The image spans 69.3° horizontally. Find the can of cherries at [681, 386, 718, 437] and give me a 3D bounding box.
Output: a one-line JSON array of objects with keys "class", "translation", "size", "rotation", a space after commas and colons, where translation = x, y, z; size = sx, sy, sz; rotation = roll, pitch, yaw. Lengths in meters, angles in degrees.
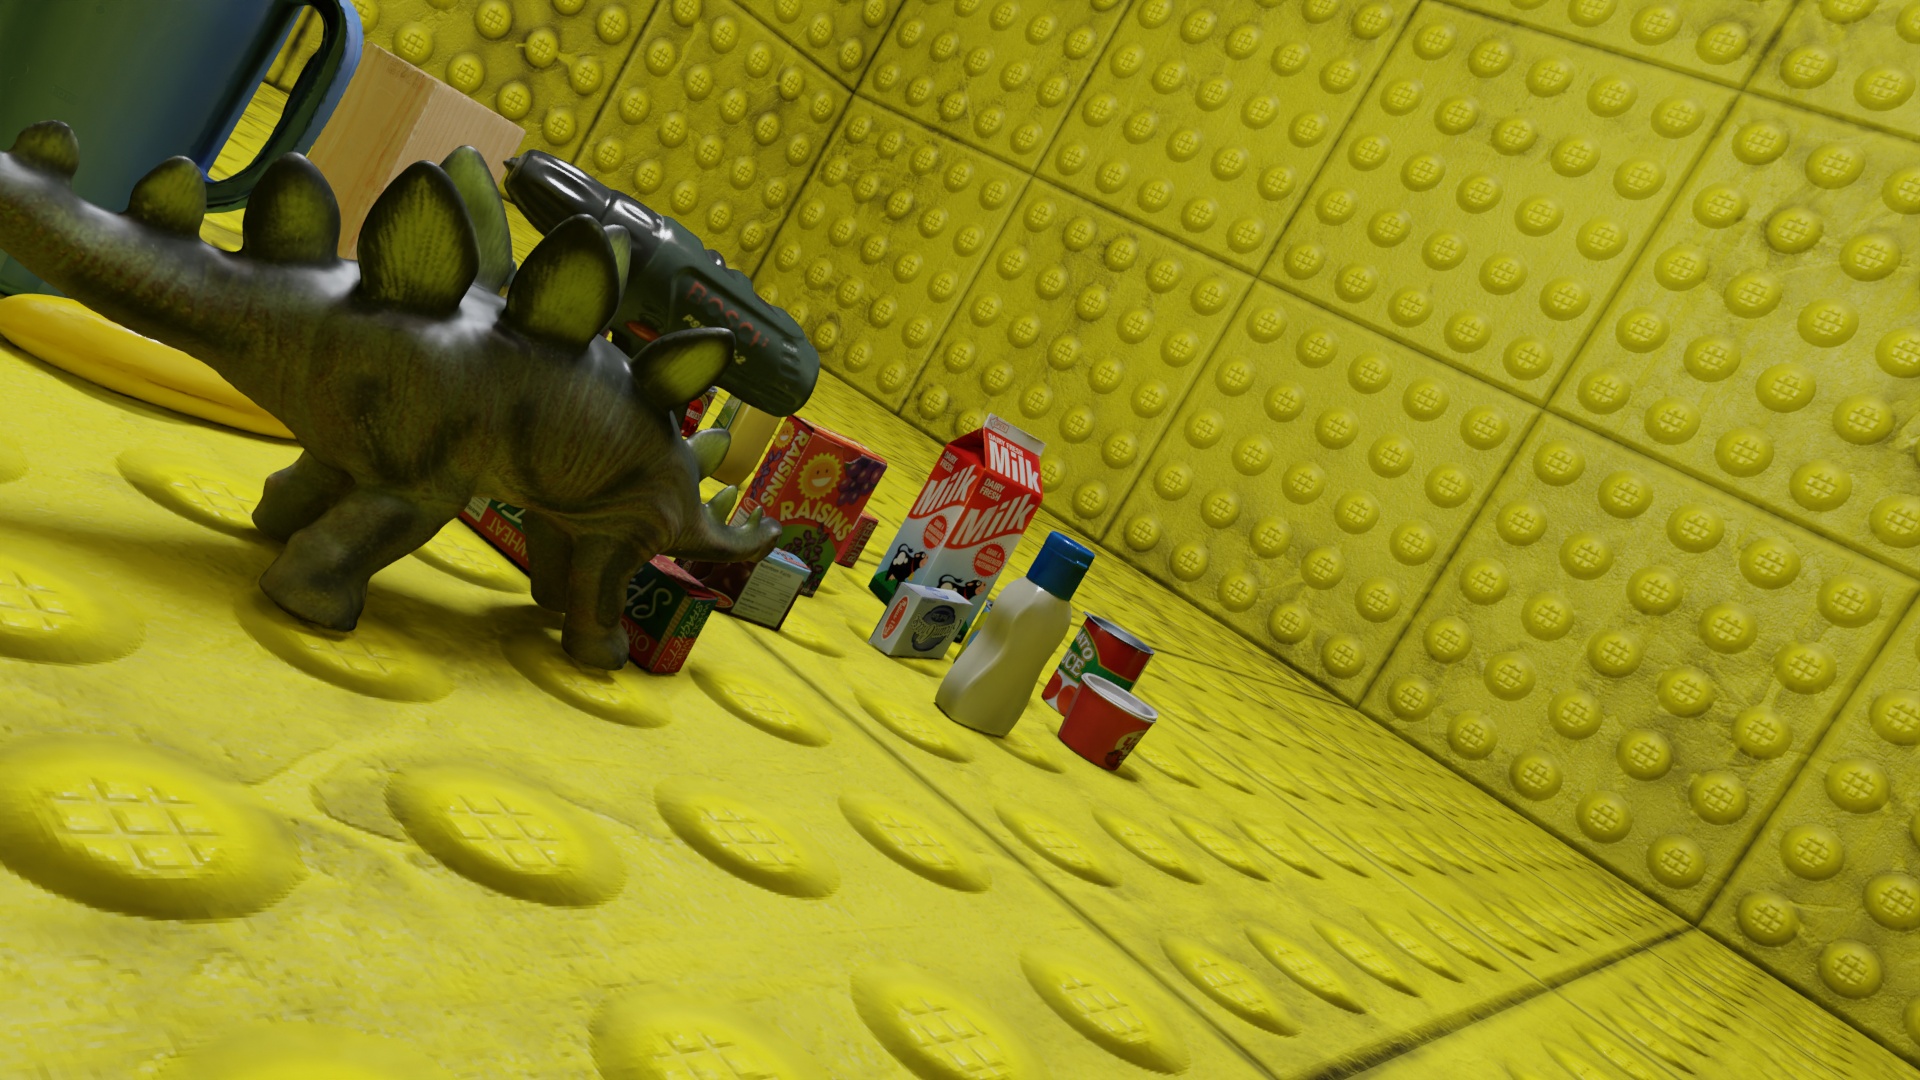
[{"class": "can of cherries", "translation": [-0.299, -0.149, 1.472], "size": [0.071, 0.058, 0.071], "rotation": [30, 7, -4]}]

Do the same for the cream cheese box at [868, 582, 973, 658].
[{"class": "cream cheese box", "translation": [-0.030, 0.064, 1.082], "size": [0.024, 0.053, 0.104], "rotation": [33, 7, 23]}]

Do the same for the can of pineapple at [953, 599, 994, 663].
[{"class": "can of pineapple", "translation": [0.035, 0.091, 1.139], "size": [0.071, 0.058, 0.071], "rotation": [30, 7, -4]}]

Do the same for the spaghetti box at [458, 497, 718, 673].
[{"class": "spaghetti box", "translation": [-0.236, -0.011, 0.780], "size": [0.250, 0.050, 0.028], "rotation": [33, 7, 26]}]

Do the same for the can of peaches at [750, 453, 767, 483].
[{"class": "can of peaches", "translation": [-0.158, -0.037, 1.255], "size": [0.071, 0.058, 0.071], "rotation": [30, 7, -4]}]

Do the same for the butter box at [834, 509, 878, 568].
[{"class": "butter box", "translation": [-0.124, -0.021, 1.300], "size": [0.104, 0.053, 0.024], "rotation": [36, 9, 40]}]

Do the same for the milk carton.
[{"class": "milk carton", "translation": [0.004, -0.015, 1.218], "size": [0.072, 0.190, 0.073], "rotation": [25, 8, -36]}]

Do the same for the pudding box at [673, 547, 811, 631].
[{"class": "pudding box", "translation": [-0.146, 0.023, 0.915], "size": [0.083, 0.049, 0.030], "rotation": [24, 9, -40]}]

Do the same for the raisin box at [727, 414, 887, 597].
[{"class": "raisin box", "translation": [-0.121, -0.025, 1.054], "size": [0.040, 0.123, 0.086], "rotation": [35, 8, 41]}]

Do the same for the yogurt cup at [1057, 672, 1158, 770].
[{"class": "yogurt cup", "translation": [0.113, 0.144, 1.092], "size": [0.072, 0.054, 0.072], "rotation": [30, 7, -4]}]

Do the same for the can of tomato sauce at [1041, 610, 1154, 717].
[{"class": "can of tomato sauce", "translation": [0.116, 0.114, 1.199], "size": [0.071, 0.083, 0.071], "rotation": [30, 7, -4]}]

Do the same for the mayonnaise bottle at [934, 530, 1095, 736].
[{"class": "mayonnaise bottle", "translation": [0.043, 0.065, 0.980], "size": [0.065, 0.148, 0.041], "rotation": [25, 8, -39]}]

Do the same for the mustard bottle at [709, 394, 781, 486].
[{"class": "mustard bottle", "translation": [-0.198, -0.132, 1.344], "size": [0.049, 0.160, 0.065], "rotation": [26, 7, -31]}]

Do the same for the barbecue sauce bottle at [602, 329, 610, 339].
[{"class": "barbecue sauce bottle", "translation": [-0.360, -0.219, 1.351], "size": [0.043, 0.148, 0.065], "rotation": [25, 8, -41]}]
